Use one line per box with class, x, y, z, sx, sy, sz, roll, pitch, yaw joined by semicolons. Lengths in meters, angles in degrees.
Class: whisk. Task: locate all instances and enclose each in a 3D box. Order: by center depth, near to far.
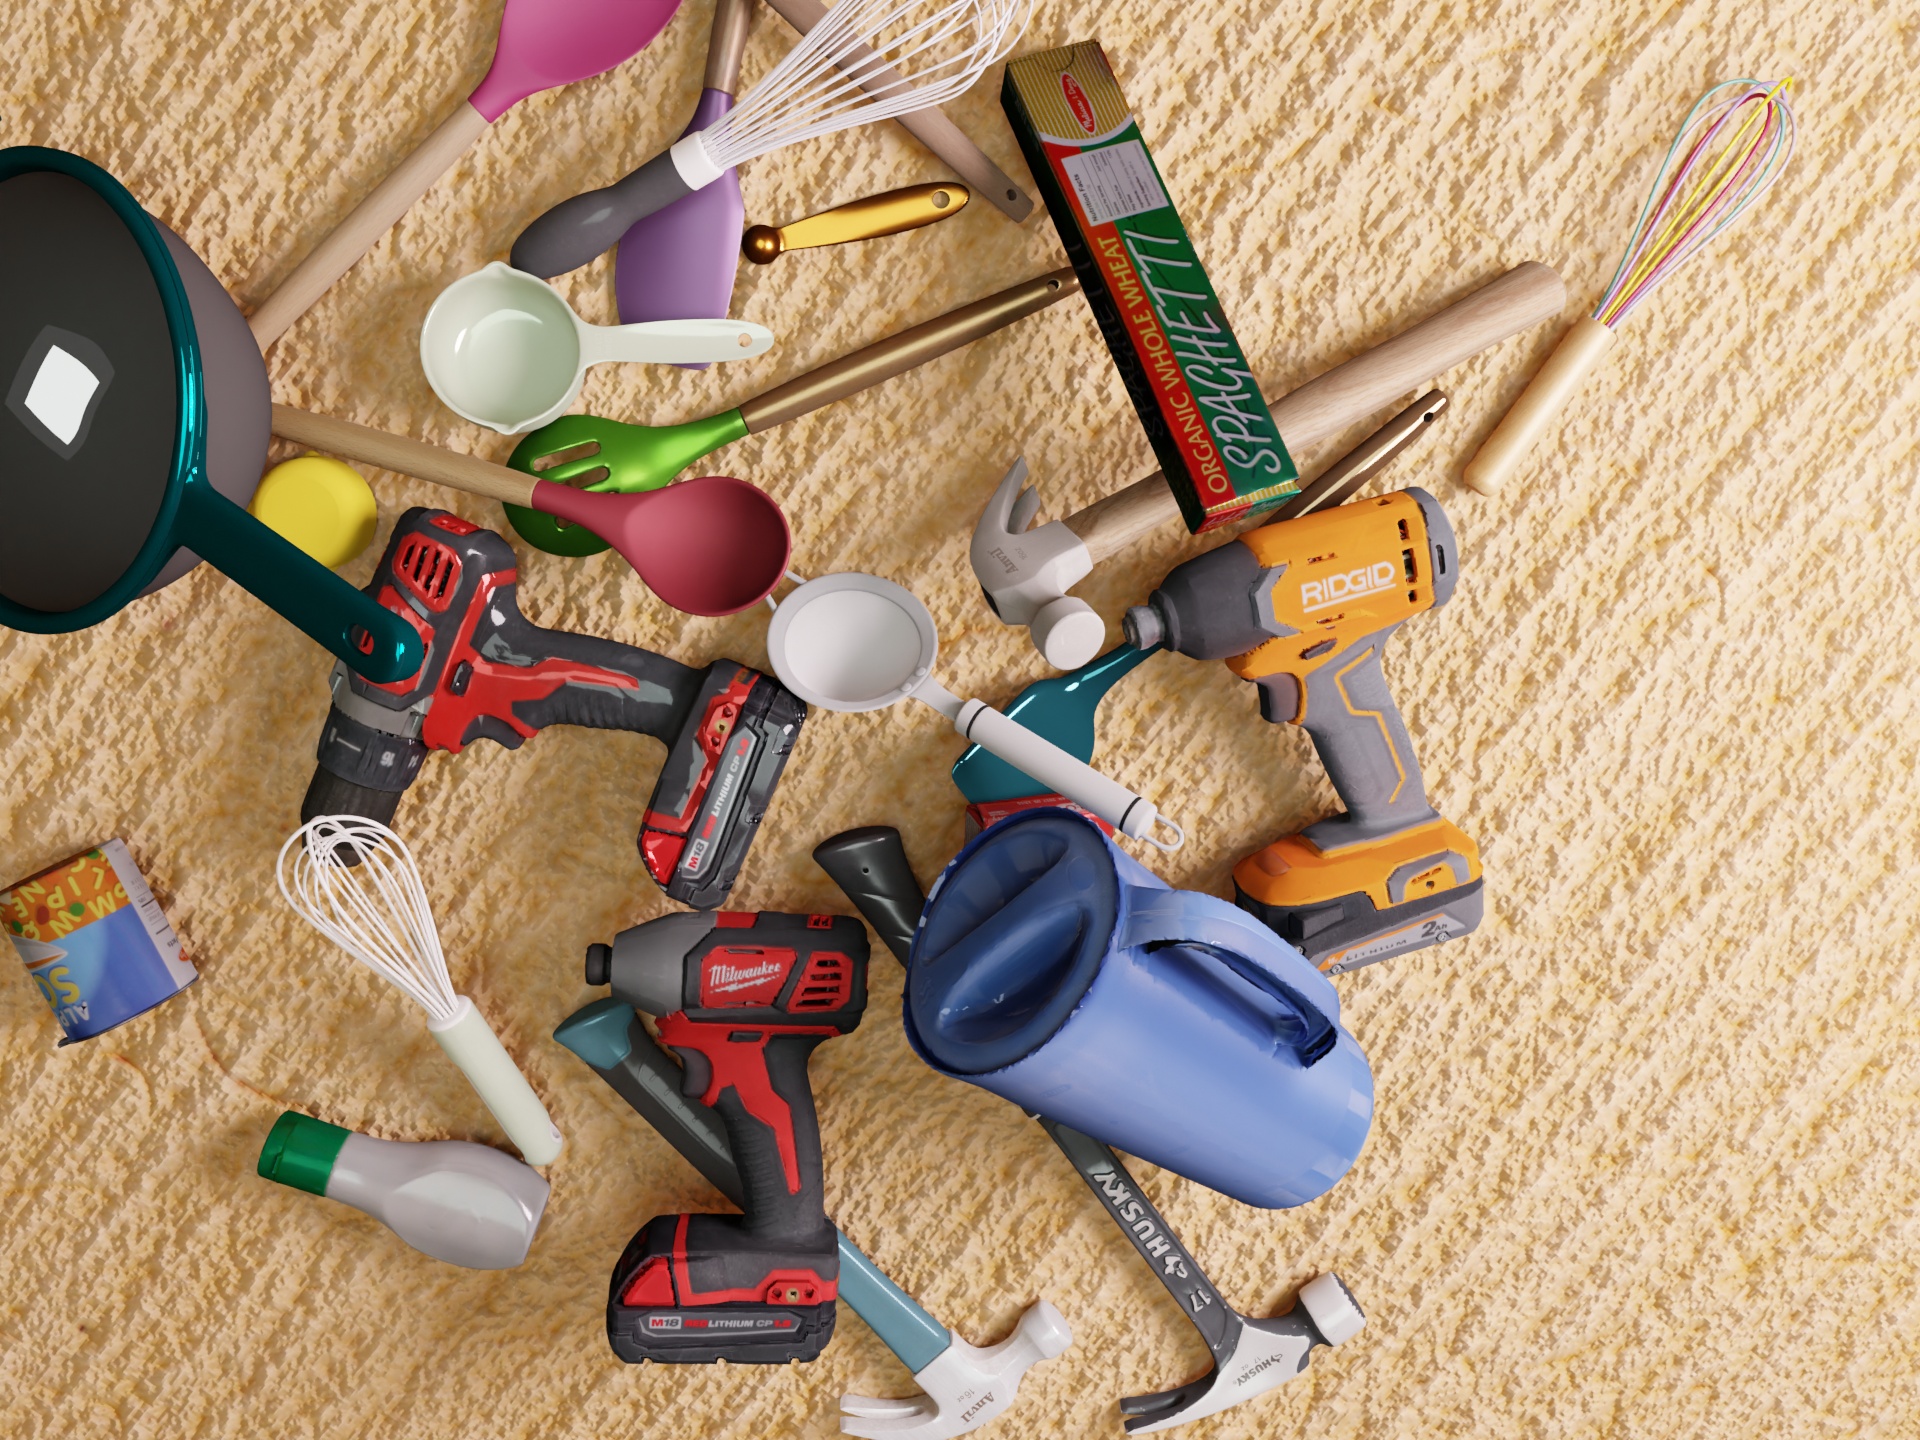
whisk;-0.095;-0.275;0.737;0.284;0.070;0.070;-23;102;19
whisk;-0.263;0.143;0.803;0.059;0.058;0.246;-27;123;-8
whisk;0.336;-0.219;0.804;0.051;0.047;0.245;34;100;-10

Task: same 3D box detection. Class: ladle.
ladle;-0.229;-0.116;0.770;0.315;0.031;0.069;17;82;6

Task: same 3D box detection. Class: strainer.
strainer;-0.340;-0.114;0.715;0.340;0.095;0.211;33;108;18
strainer;-0.001;-0.003;0.783;0.259;0.050;0.087;31;60;22

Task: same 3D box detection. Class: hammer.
hammer;0.153;-0.142;0.784;0.331;0.130;0.031;-30;131;-8
hammer;0.053;0.222;0.876;0.149;0.036;0.408;-36;100;5
hammer;-0.092;0.272;0.877;0.128;0.033;0.331;-42;100;4

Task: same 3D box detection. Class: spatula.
spatula;-0.114;-0.330;0.767;0.060;0.018;0.316;14;101;-2
spatula;0.130;-0.058;0.818;0.317;0.044;0.082;-41;120;5

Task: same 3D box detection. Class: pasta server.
pasta server;-0.087;-0.344;0.746;0.316;0.040;0.060;37;95;-20

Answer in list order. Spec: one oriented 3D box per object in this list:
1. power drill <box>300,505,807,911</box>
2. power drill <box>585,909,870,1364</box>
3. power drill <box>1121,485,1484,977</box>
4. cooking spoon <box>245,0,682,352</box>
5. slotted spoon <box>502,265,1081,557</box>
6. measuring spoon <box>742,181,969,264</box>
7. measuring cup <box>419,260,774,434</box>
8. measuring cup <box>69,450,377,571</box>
power drill;-0.210;0.018;0.801;0.226;0.080;0.188;24;99;-5
power drill;-0.123;0.205;0.811;0.143;0.078;0.219;3;93;-7
power drill;0.174;0.010;0.800;0.164;0.084;0.226;-15;108;-8
cooking spoon;-0.251;-0.276;0.769;0.319;0.017;0.068;-43;99;4
slotted spoon;-0.086;-0.163;0.797;0.314;0.031;0.070;-23;97;0
measuring spoon;-0.052;-0.248;0.789;0.117;0.011;0.021;-14;101;-1
measuring cup;-0.176;-0.181;0.782;0.167;0.038;0.083;-4;91;-8
measuring cup;-0.372;-0.098;0.789;0.156;0.029;0.062;-5;101;-4
